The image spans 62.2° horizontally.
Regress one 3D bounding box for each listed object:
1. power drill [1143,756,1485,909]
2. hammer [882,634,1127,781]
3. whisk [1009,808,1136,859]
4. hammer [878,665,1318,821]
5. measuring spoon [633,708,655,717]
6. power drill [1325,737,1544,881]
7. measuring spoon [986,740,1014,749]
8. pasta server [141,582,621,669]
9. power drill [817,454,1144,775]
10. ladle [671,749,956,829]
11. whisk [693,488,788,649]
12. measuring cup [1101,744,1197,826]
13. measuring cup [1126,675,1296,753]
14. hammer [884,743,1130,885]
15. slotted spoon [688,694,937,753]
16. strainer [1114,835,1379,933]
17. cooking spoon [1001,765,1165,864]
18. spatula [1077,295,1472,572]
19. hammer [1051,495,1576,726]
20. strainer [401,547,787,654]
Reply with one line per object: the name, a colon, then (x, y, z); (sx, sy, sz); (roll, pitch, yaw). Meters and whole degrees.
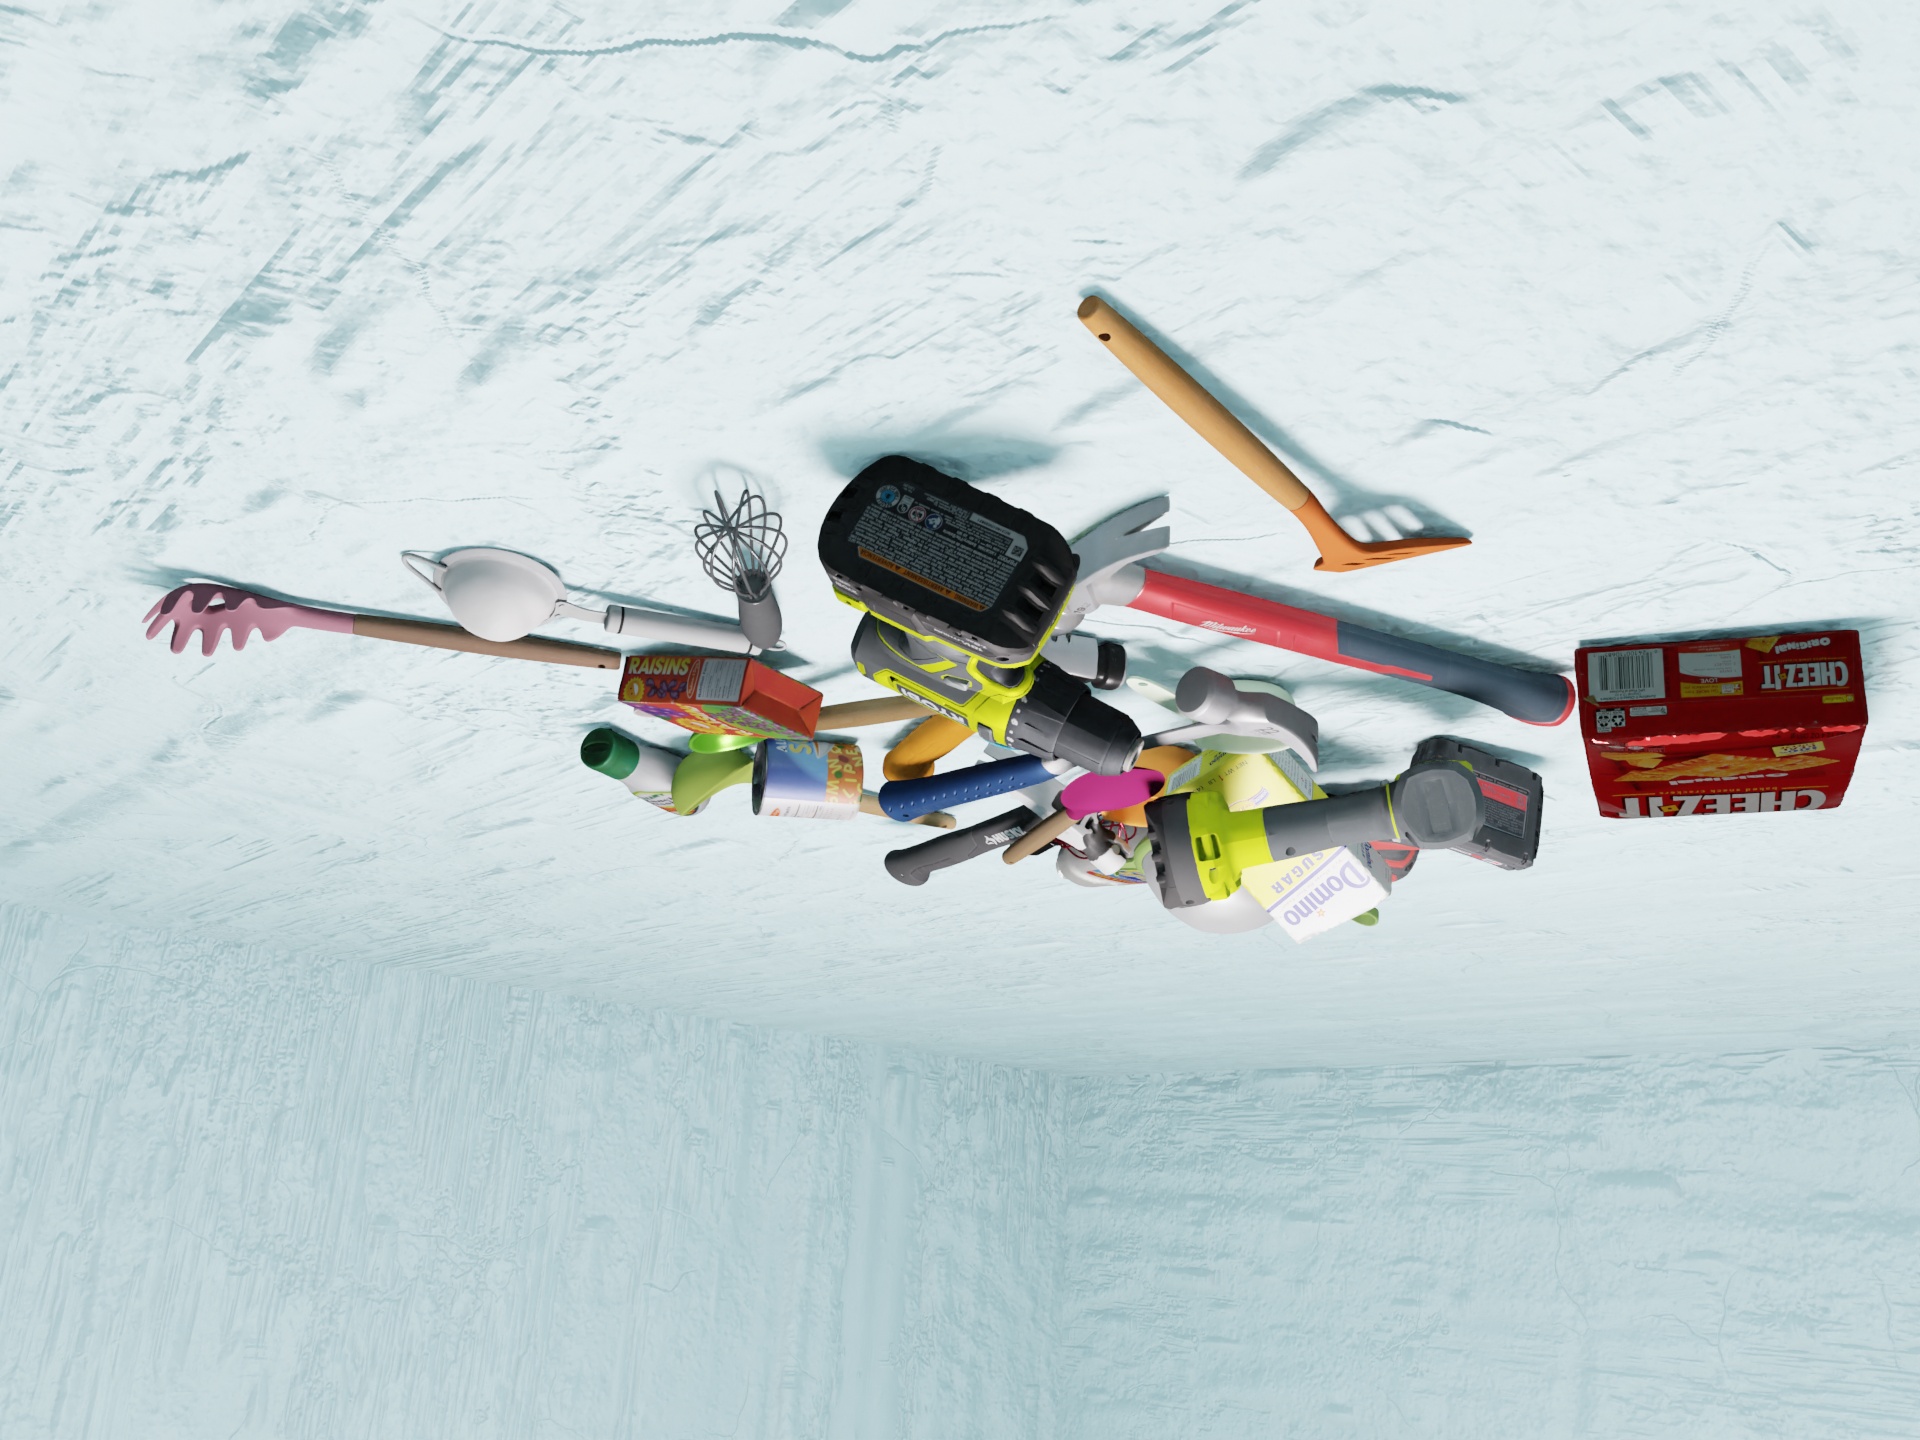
power drill: (0.254, 0.073, 1.126); (0.223, 0.080, 0.171); (-12, 176, 16)
hammer: (-0.002, -0.004, 1.205); (0.127, 0.034, 0.337); (9, 161, -18)
whisk: (0.097, 0.104, 1.488); (0.073, 0.073, 0.296); (8, 168, -13)
hammer: (0.082, 0.033, 1.178); (0.144, 0.035, 0.405); (18, 158, -36)
measuring spoon: (-0.196, -0.017, 1.246); (0.124, 0.018, 0.034); (-6, 167, 7)
power drill: (0.344, 0.078, 1.319); (0.187, 0.080, 0.226); (18, 162, -19)
measuring spoon: (0.036, -0.016, 1.087); (0.042, 0.021, 0.128); (13, 154, 4)
pasta server: (-0.400, -0.057, 1.122); (0.316, 0.040, 0.060); (8, 151, -15)
power drill: (0.015, -0.046, 0.920); (0.191, 0.080, 0.228); (27, 166, 16)
ladle: (-0.123, 0.078, 1.453); (0.320, 0.062, 0.078); (16, 140, -40)
whisk: (-0.129, -0.084, 0.974); (0.055, 0.055, 0.239); (5, 167, -2)
measuring cup: (0.185, 0.064, 1.345); (0.095, 0.052, 0.173); (-10, 158, 35)
measuring cup: (0.174, -0.017, 1.124); (0.167, 0.038, 0.083); (23, 155, -40)
hammer: (0.010, 0.105, 1.437); (0.146, 0.035, 0.335); (41, 152, -13)
slotted spoon: (-0.105, -0.001, 1.194); (0.070, 0.031, 0.314); (2, 174, -42)
strainer: (0.266, 0.160, 1.378); (0.256, 0.069, 0.151); (21, 149, -26)
cooking spoon: (0.080, 0.075, 1.221); (0.068, 0.017, 0.319); (4, 163, -14)
spatula: (0.157, -0.131, 0.802); (0.081, 0.041, 0.322); (-11, 153, 39)
hammer: (0.242, -0.055, 0.991); (0.386, 0.038, 0.143); (12, 159, -23)
strainer: (-0.238, -0.068, 1.056); (0.258, 0.050, 0.086); (8, 147, -23)
